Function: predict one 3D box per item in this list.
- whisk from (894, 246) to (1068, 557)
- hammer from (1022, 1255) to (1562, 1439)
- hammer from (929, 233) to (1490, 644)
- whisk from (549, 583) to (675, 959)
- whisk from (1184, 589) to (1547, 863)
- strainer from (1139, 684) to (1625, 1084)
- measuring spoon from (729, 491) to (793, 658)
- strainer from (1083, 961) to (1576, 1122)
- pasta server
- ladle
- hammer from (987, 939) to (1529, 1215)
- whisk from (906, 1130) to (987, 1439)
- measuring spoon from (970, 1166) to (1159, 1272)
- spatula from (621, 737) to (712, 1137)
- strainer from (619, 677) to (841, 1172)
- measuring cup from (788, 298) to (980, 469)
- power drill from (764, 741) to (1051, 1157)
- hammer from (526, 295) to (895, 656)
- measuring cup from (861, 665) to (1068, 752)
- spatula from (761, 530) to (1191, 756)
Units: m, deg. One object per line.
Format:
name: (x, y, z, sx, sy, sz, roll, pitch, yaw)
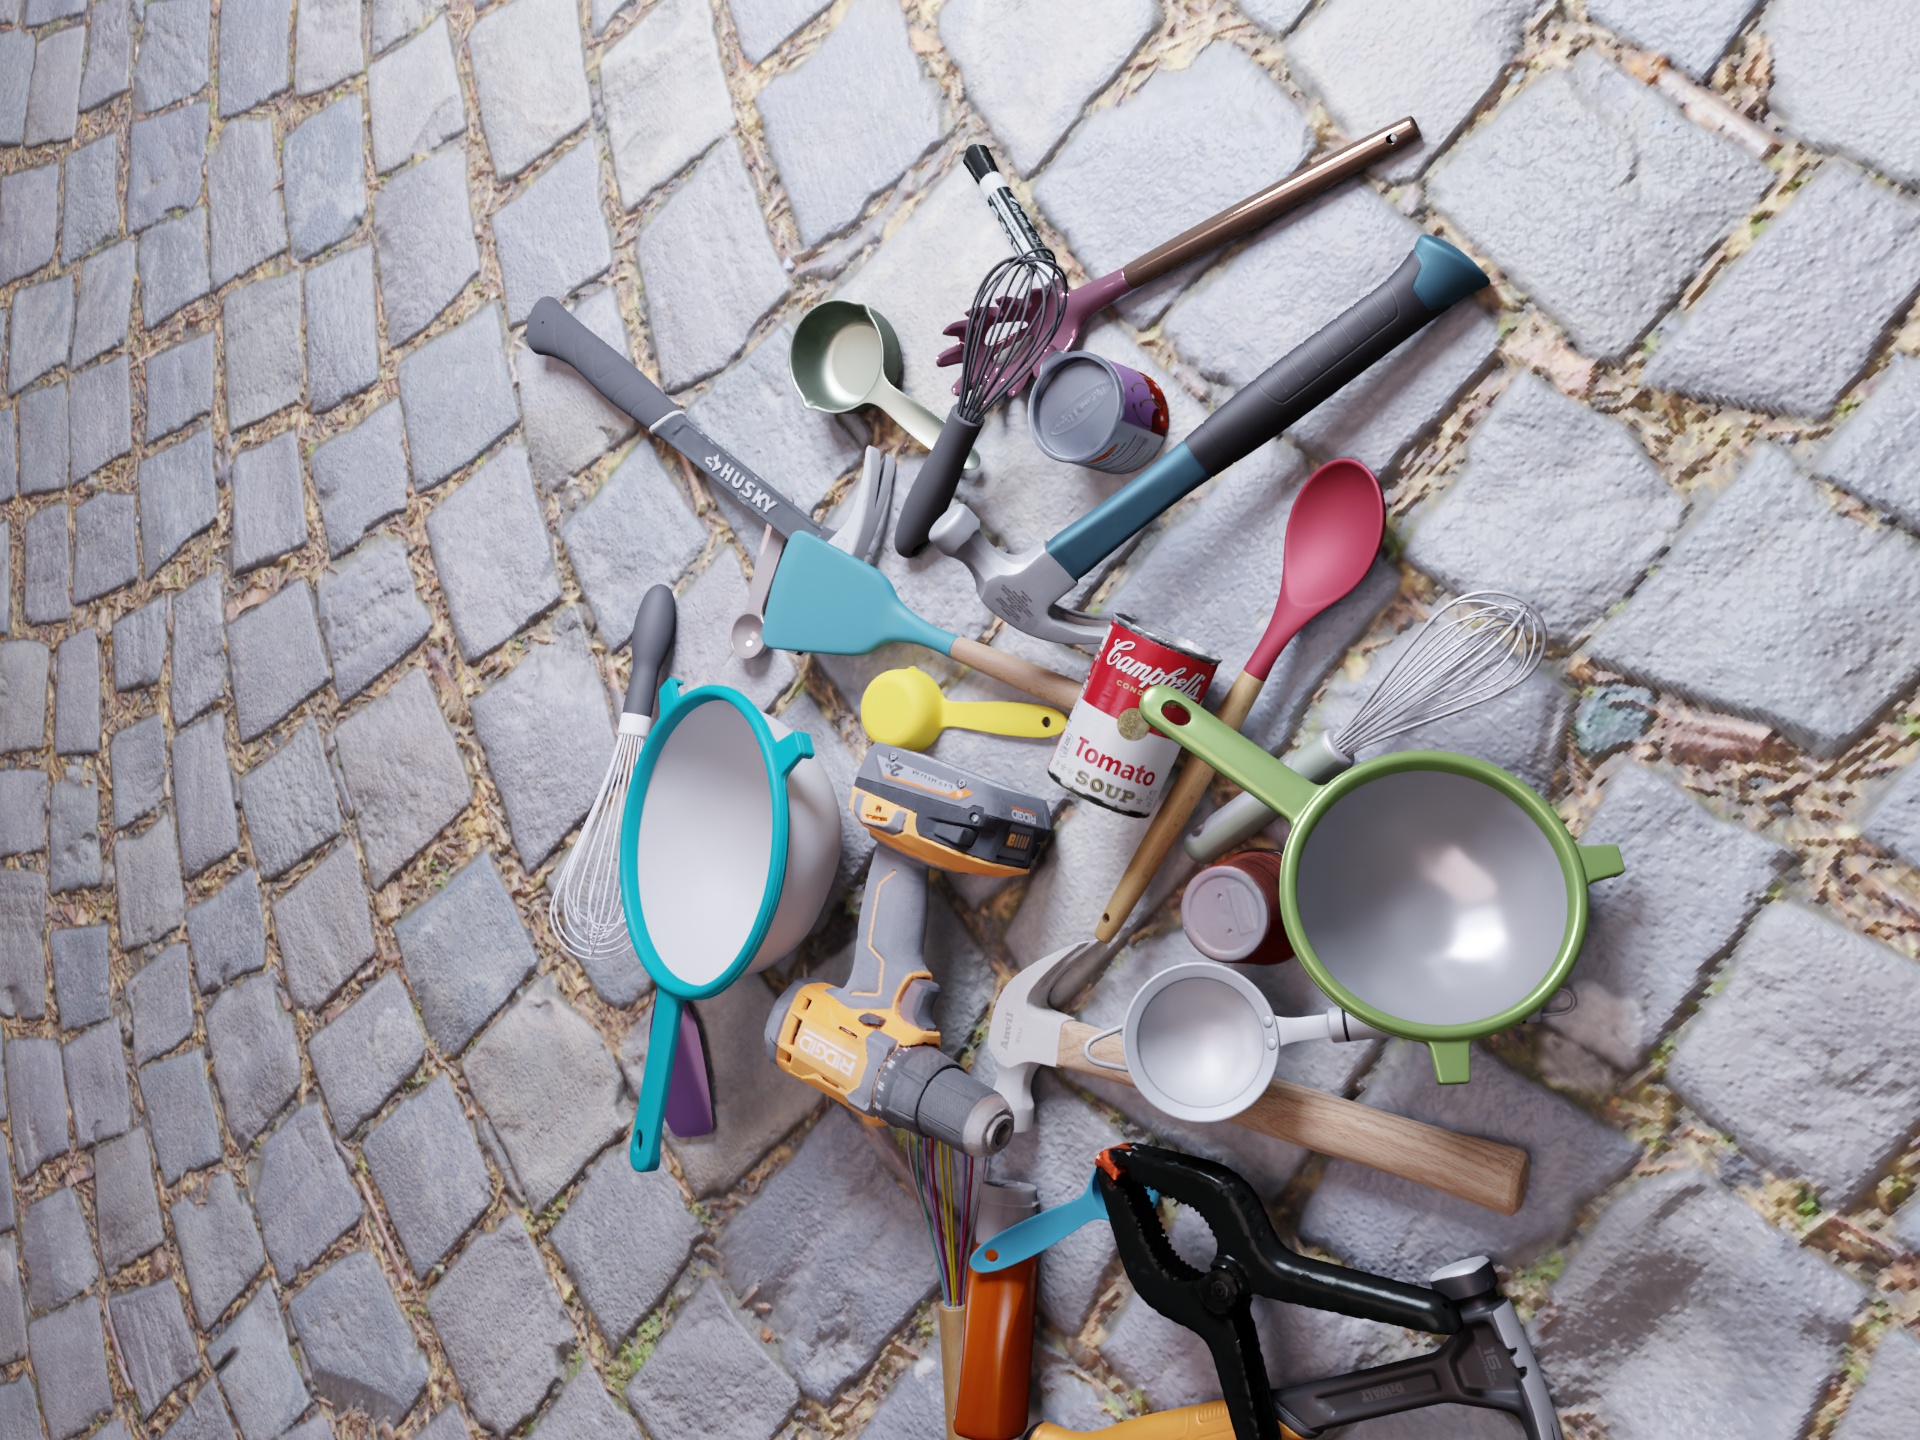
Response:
whisk: (0.006, -0.192, 0.997, 0.055, 0.055, 0.238, 52, 136, 24)
hammer: (0.170, 0.407, 0.903, 0.337, 0.034, 0.127, -29, 72, 32)
hammer: (0.145, -0.158, 0.903, 0.331, 0.033, 0.128, -36, 111, 21)
whisk: (-0.250, 0.035, 1.183, 0.070, 0.070, 0.285, 2, 79, 36)
whisk: (0.214, 0.010, 0.874, 0.059, 0.058, 0.246, 43, 123, -10)
strainer: (0.200, 0.066, 0.842, 0.256, 0.069, 0.151, 36, 78, 20)
measuring spoon: (-0.137, -0.104, 1.149, 0.034, 0.018, 0.124, 16, 92, 34)
strainer: (0.197, 0.167, 0.860, 0.258, 0.050, 0.087, -10, 74, 18)
pasta server: (0.122, -0.275, 0.949, 0.316, 0.040, 0.060, -21, 106, 32)
ladle: (0.156, -0.003, 0.914, 0.069, 0.031, 0.315, 44, 112, 48)
hammer: (0.158, 0.213, 0.918, 0.331, 0.031, 0.130, 10, 95, 35)
whisk: (-0.003, 0.354, 1.029, 0.047, 0.051, 0.245, 180, 86, -65)
measuring spoon: (0.063, 0.302, 0.969, 0.128, 0.021, 0.042, -30, 85, 10)
spatula: (-0.230, 0.156, 1.204, 0.060, 0.018, 0.316, -15, 82, 35)
strainer: (-0.158, 0.147, 1.099, 0.211, 0.095, 0.340, 19, 100, 51)
measuring cup: (-0.043, -0.219, 1.072, 0.168, 0.038, 0.083, 40, 112, 16)
power drill: (-0.018, 0.145, 0.991, 0.185, 0.084, 0.226, 20, 91, 39)
hammer: (-0.204, -0.216, 1.178, 0.409, 0.036, 0.149, 41, 103, 31)
measuring cup: (-0.002, -0.003, 1.036, 0.156, 0.029, 0.062, 4, 92, 37)
spatula: (0.012, -0.036, 1.010, 0.318, 0.044, 0.082, 23, 100, 29)
